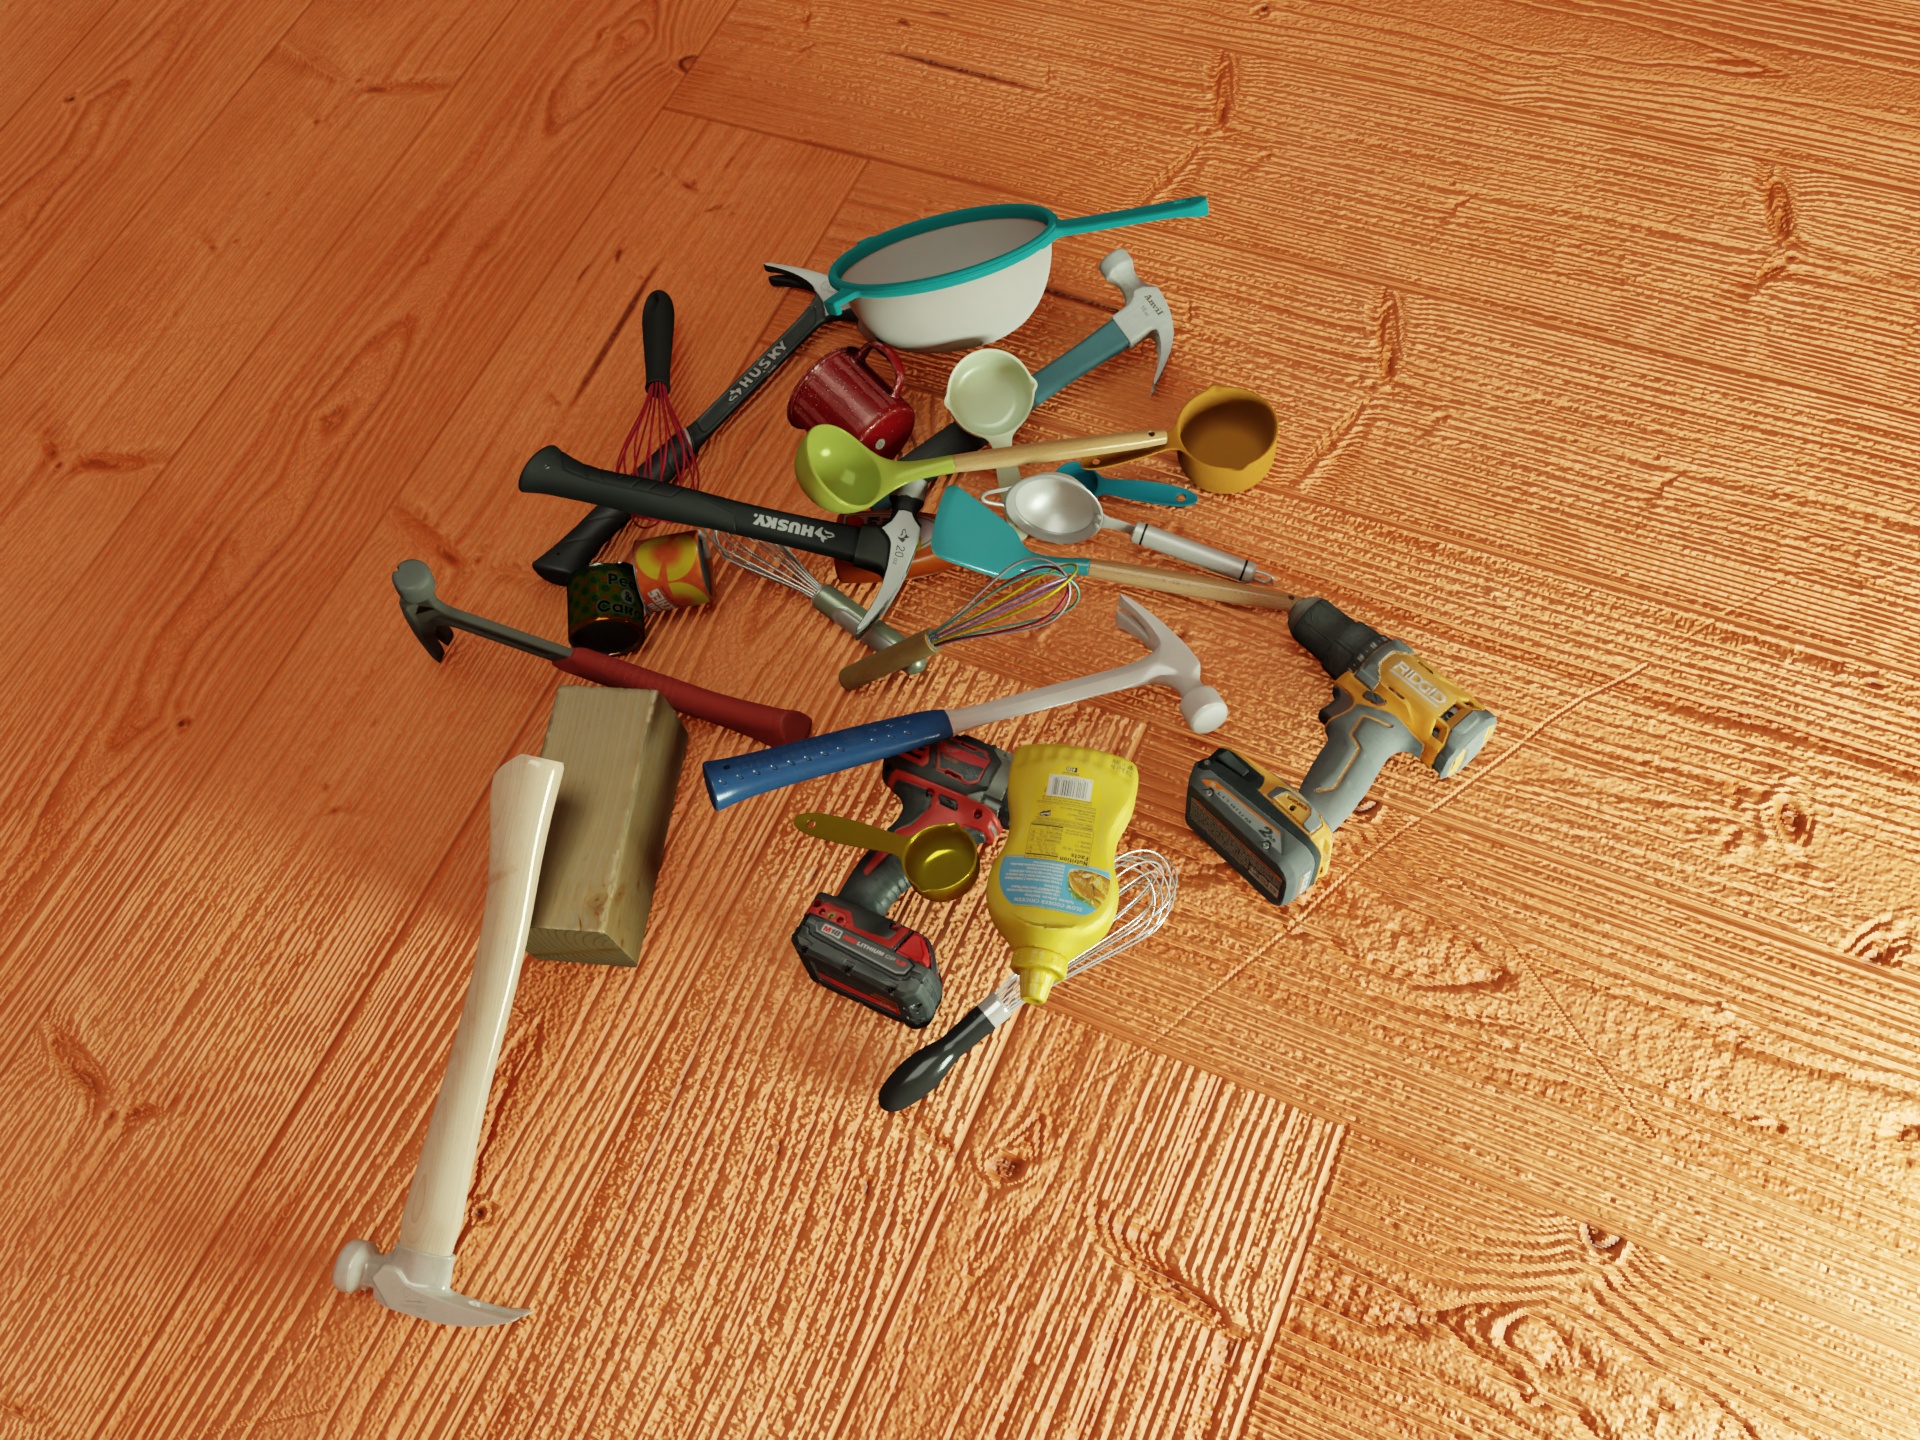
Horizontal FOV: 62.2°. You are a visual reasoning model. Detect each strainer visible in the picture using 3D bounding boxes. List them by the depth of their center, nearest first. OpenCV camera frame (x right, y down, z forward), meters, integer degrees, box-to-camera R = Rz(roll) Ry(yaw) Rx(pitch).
[{"bbox_3d":[0.145,-0.163,1.357,0.258,0.086,0.050,21,59,5],"label":"strainer"},{"bbox_3d":[0.055,-0.395,1.422,0.340,0.095,0.211,-7,32,12],"label":"strainer"}]

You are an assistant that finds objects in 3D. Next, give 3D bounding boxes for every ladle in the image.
[{"bbox_3d":[0.021,-0.223,1.324,0.320,0.062,0.078,-9,68,-9],"label":"ladle"}]

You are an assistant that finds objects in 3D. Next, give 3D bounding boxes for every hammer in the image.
[{"bbox_3d":[-0.345,0.230,1.171,0.146,0.038,0.411,10,84,12],"label":"hammer"},{"bbox_3d":[-0.002,-0.004,1.248,0.405,0.035,0.144,-15,49,-15],"label":"hammer"},{"bbox_3d":[-0.203,-0.168,1.335,0.334,0.035,0.146,12,75,-2],"label":"hammer"},{"bbox_3d":[-0.299,-0.038,1.344,0.359,0.149,0.037,19,68,4],"label":"hammer"},{"bbox_3d":[0.050,-0.288,1.436,0.331,0.033,0.128,-34,81,-5],"label":"hammer"},{"bbox_3d":[-0.244,-0.276,1.483,0.149,0.036,0.409,35,73,23],"label":"hammer"}]

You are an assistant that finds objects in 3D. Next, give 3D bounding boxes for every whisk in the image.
[{"bbox_3d":[0.049,0.196,1.195,0.284,0.070,0.070,-39,65,-6],"label":"whisk"},{"bbox_3d":[-0.003,-0.074,1.287,0.245,0.051,0.047,-23,52,34],"label":"whisk"},{"bbox_3d":[-0.127,-0.112,1.379,0.246,0.057,0.059,36,38,18],"label":"whisk"},{"bbox_3d":[-0.275,-0.288,1.447,0.073,0.073,0.296,-9,56,3],"label":"whisk"}]

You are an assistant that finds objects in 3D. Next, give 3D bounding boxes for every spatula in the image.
[{"bbox_3d":[0.134,-0.130,1.331,0.317,0.044,0.082,10,53,4],"label":"spatula"}]

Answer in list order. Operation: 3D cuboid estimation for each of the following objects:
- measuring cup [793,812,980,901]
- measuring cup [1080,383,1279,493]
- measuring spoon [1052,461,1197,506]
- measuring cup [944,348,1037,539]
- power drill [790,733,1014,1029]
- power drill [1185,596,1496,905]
[{"bbox_3d":[-0.056,0.097,1.196,0.156,0.029,0.062,13,58,26],"label":"measuring cup"},{"bbox_3d":[0.191,-0.232,1.390,0.173,0.052,0.095,-13,62,3],"label":"measuring cup"},{"bbox_3d":[0.144,-0.200,1.403,0.128,0.021,0.042,8,69,2],"label":"measuring spoon"},{"bbox_3d":[0.034,-0.241,1.398,0.083,0.038,0.167,-13,99,-4],"label":"measuring cup"},{"bbox_3d":[-0.007,0.120,1.229,0.188,0.080,0.227,22,65,17],"label":"power drill"},{"bbox_3d":[0.275,0.013,1.241,0.226,0.084,0.185,-38,64,-16],"label":"power drill"}]
